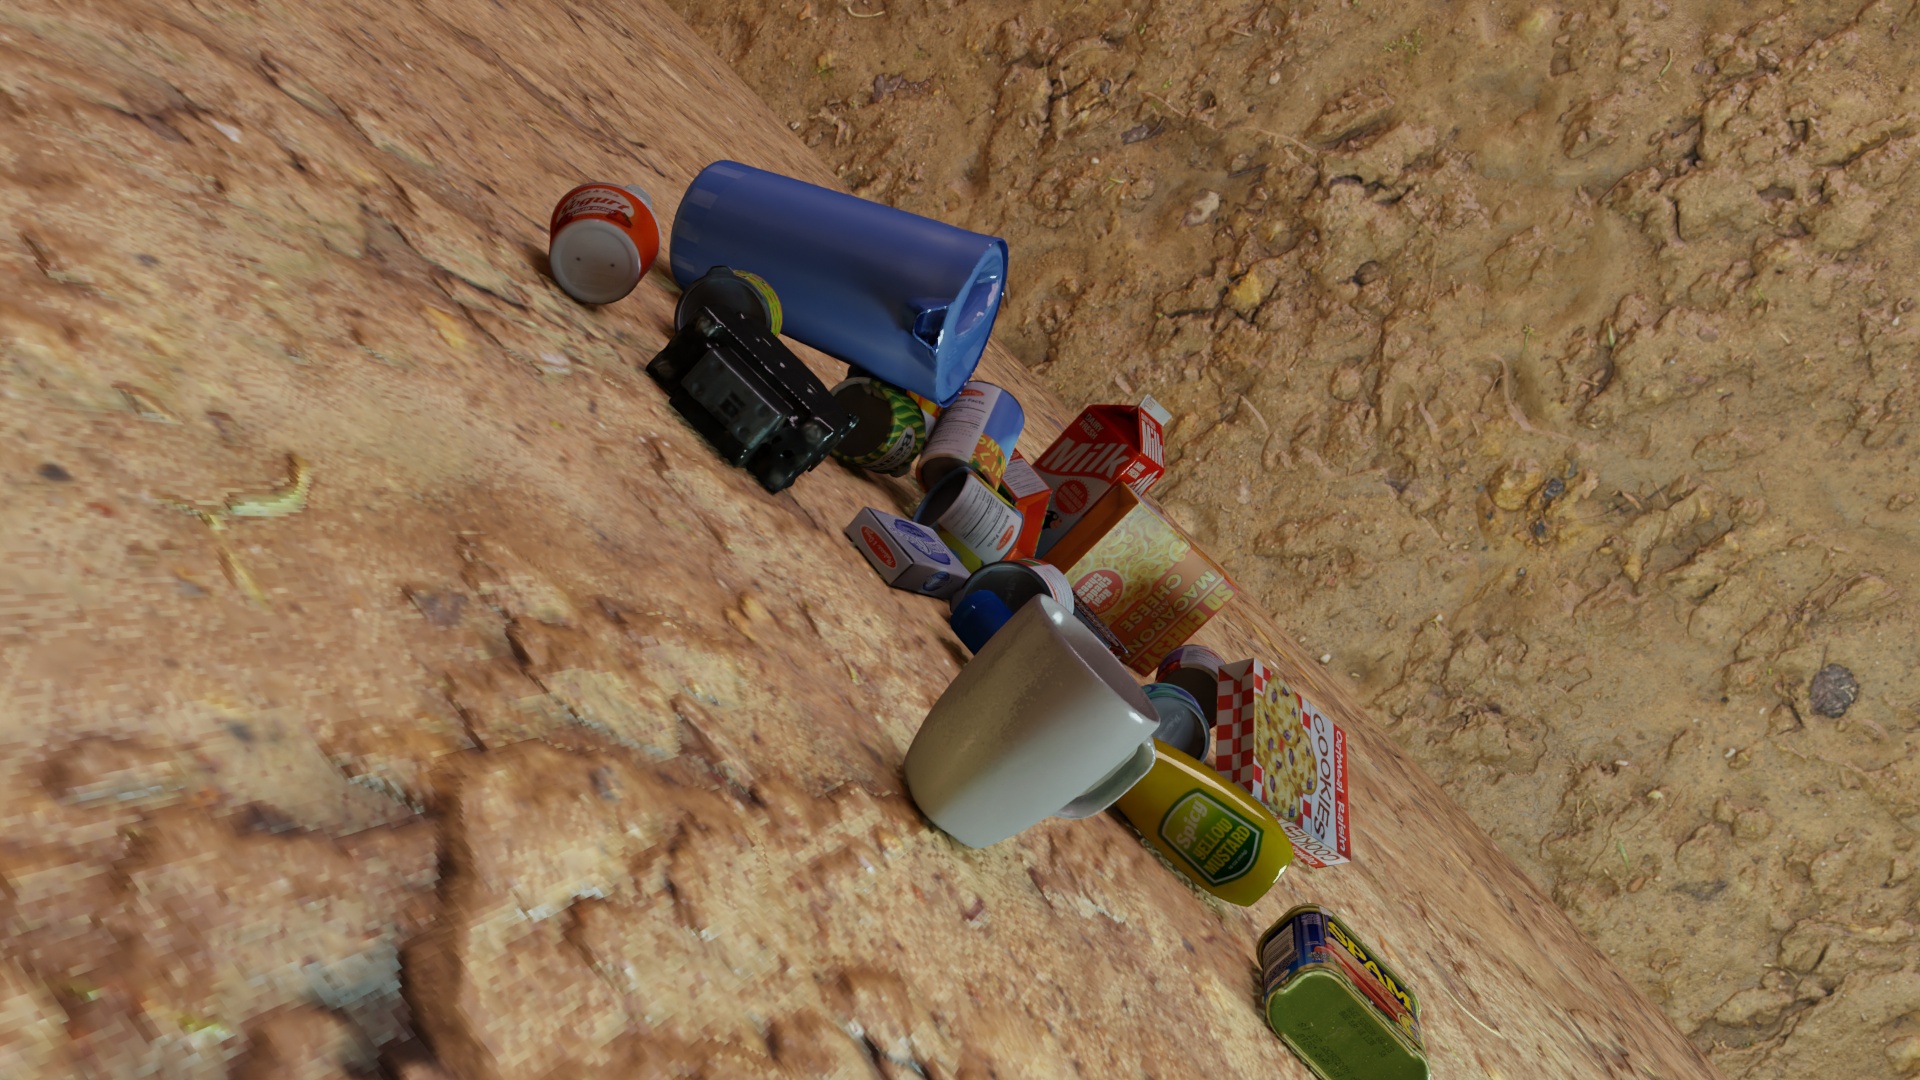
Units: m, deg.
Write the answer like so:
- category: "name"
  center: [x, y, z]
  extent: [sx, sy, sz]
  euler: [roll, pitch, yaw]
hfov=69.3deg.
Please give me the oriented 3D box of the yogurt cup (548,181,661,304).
- category: "yogurt cup"
  center: [-0.220, -0.179, 0.849]
  extent: [0.072, 0.072, 0.054]
  euler: [40, 20, -25]

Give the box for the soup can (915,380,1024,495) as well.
- category: "soup can"
  center: [0.009, -0.072, 1.095]
  extent: [0.071, 0.071, 0.084]
  euler: [40, 49, -22]

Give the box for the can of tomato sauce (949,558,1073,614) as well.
- category: "can of tomato sauce"
  center: [0.037, 0.046, 0.950]
  extent: [0.071, 0.071, 0.083]
  euler: [46, 10, 9]

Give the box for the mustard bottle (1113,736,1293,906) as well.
- category: "mustard bottle"
  center: [0.134, 0.164, 0.876]
  extent: [0.160, 0.065, 0.049]
  euler: [37, 6, -8]

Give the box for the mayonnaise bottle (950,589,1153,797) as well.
- category: "mayonnaise bottle"
  center: [0.049, 0.089, 0.844]
  extent: [0.148, 0.064, 0.041]
  euler: [48, 7, 35]

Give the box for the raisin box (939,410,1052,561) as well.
- category: "raisin box"
  center: [0.023, -0.047, 1.176]
  extent: [0.040, 0.085, 0.124]
  euler: [-18, 51, -27]

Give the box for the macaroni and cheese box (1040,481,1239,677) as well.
- category: "macaroni and cheese box"
  center: [0.157, 0.038, 1.252]
  extent: [0.166, 0.123, 0.040]
  euler: [37, 14, -37]

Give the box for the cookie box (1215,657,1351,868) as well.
- category: "cookie box"
  center: [0.276, 0.192, 1.185]
  extent: [0.167, 0.040, 0.123]
  euler: [36, 48, -38]

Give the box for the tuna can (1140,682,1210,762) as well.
- category: "tuna can"
  center: [0.141, 0.135, 0.990]
  extent: [0.071, 0.071, 0.033]
  euler: [43, 10, -7]

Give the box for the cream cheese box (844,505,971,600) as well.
- category: "cream cheese box"
  center: [-0.032, 0.010, 0.931]
  extent: [0.053, 0.024, 0.104]
  euler: [50, 12, 22]

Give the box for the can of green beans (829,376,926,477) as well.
- category: "can of green beans"
  center: [-0.067, -0.087, 1.053]
  extent: [0.071, 0.071, 0.058]
  euler: [48, 12, 18]

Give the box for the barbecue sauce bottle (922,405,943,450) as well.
- category: "barbecue sauce bottle"
  center: [0.002, -0.089, 1.303]
  extent: [0.043, 0.065, 0.149]
  euler: [47, 5, -38]

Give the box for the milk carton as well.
- category: "milk carton"
  center: [0.115, -0.054, 1.263]
  extent: [0.073, 0.190, 0.072]
  euler: [49, 11, 26]

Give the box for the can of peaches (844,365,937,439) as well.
- category: "can of peaches"
  center: [-0.062, -0.115, 1.170]
  extent: [0.071, 0.071, 0.058]
  euler: [50, 12, 28]

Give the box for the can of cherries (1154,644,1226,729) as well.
- category: "can of cherries"
  center: [0.202, 0.133, 1.219]
  extent: [0.071, 0.071, 0.058]
  euler: [45, 16, 1]

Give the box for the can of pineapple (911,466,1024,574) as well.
- category: "can of pineapple"
  center: [0.004, -0.013, 1.043]
  extent: [0.058, 0.071, 0.071]
  euler: [40, 11, -21]

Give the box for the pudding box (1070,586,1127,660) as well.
- category: "pudding box"
  center: [0.097, 0.071, 1.161]
  extent: [0.084, 0.030, 0.049]
  euler: [50, 11, 25]

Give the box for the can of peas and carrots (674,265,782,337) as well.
- category: "can of peas and carrots"
  center: [-0.160, -0.156, 0.961]
  extent: [0.071, 0.071, 0.059]
  euler: [43, 10, -9]
